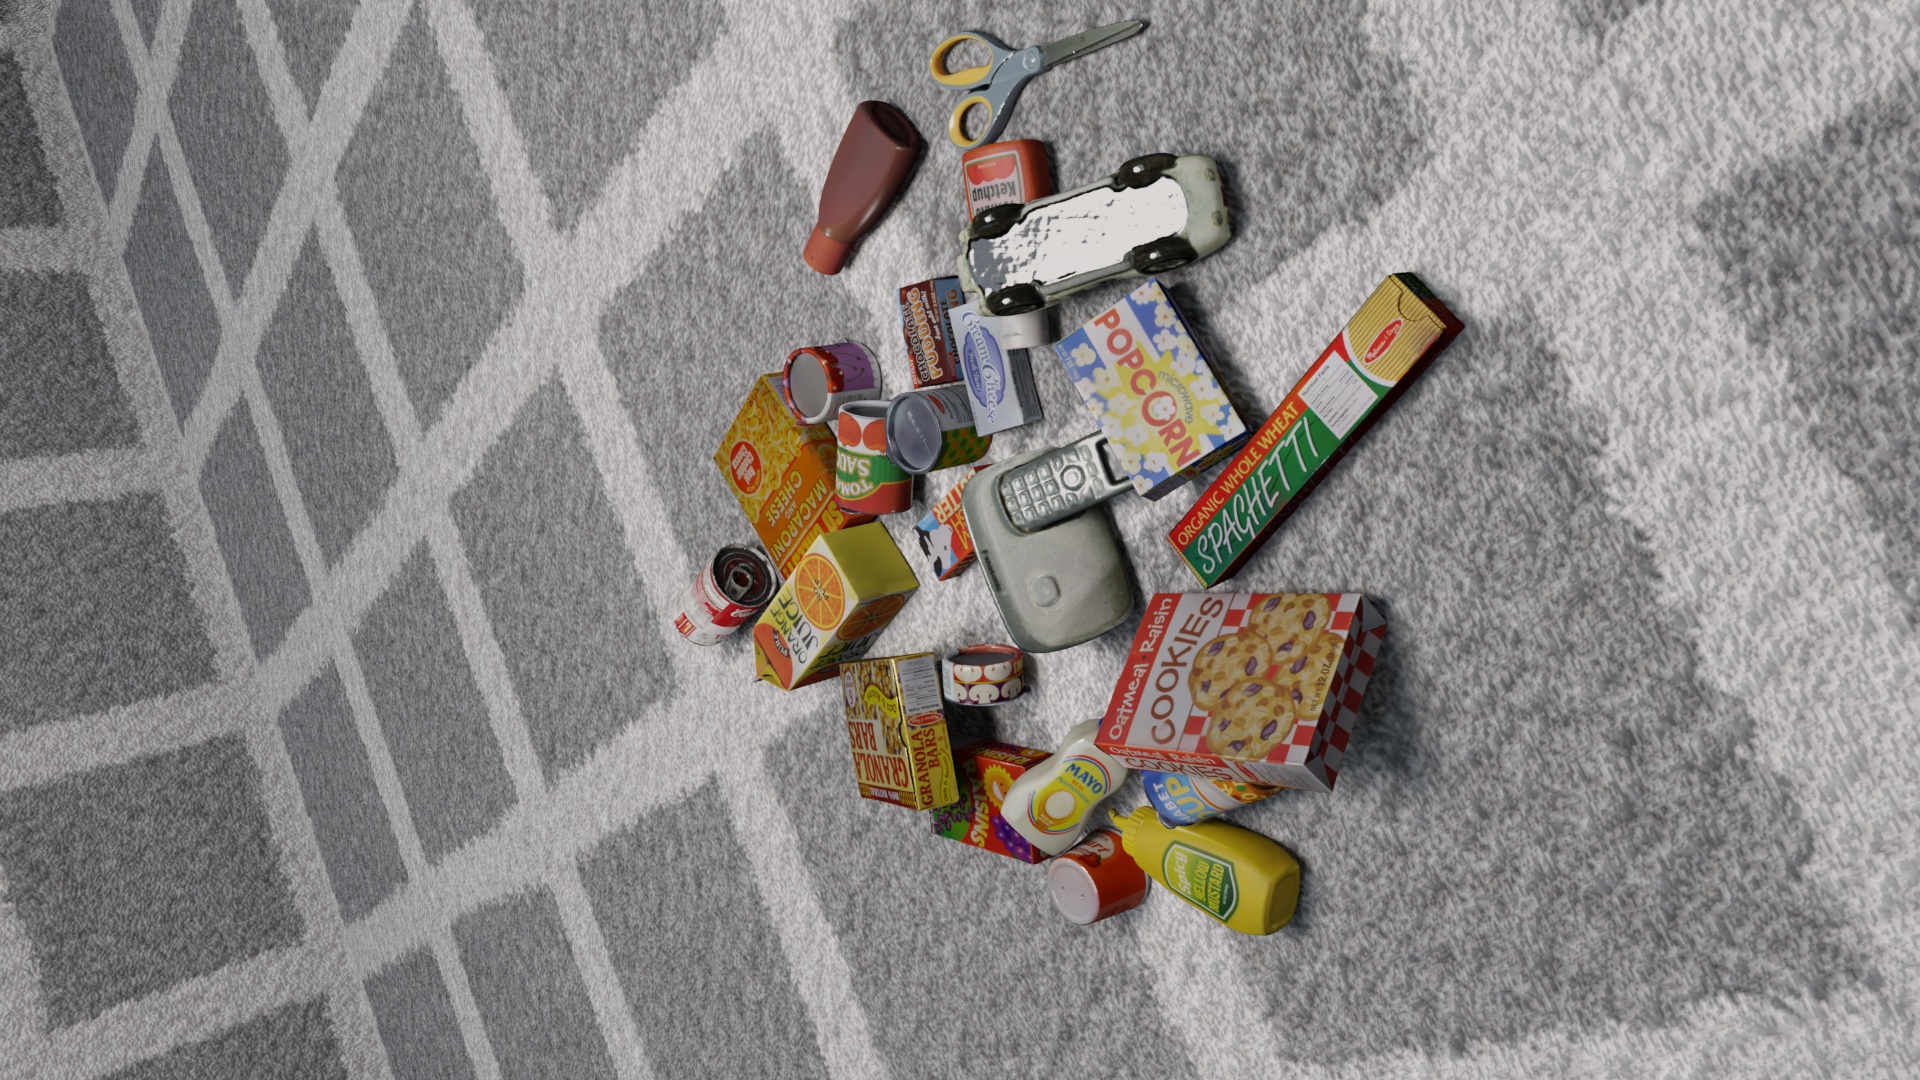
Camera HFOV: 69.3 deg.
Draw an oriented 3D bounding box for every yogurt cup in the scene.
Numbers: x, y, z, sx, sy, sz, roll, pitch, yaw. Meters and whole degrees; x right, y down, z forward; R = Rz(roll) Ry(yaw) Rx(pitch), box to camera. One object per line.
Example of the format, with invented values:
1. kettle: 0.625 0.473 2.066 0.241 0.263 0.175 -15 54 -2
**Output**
1. yogurt cup: 0.104 0.264 1.079 0.072 0.054 0.072 16 112 44

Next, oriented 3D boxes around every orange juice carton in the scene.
1. orange juice carton: -0.123 0.072 1.254 0.073 0.072 0.191 57 134 20

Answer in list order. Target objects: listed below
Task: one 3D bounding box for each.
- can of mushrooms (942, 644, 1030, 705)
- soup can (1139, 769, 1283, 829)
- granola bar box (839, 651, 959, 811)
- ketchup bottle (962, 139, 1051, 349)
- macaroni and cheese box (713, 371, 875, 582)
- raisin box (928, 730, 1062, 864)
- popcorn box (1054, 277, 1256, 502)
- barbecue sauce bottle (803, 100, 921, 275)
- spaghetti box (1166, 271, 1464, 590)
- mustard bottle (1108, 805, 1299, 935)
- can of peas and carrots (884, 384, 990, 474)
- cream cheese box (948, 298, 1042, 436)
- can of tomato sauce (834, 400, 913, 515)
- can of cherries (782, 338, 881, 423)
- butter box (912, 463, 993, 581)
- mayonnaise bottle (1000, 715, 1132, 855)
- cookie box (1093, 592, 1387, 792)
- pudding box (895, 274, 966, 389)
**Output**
1. can of mushrooms: 0.021 0.107 1.120 0.071 0.071 0.033 8 105 45
2. soup can: 0.176 0.158 0.964 0.083 0.071 0.071 -33 76 46
3. granola bar box: -0.056 0.160 1.181 0.165 0.039 0.124 161 100 -69
4. ketchup bottle: 0.040 -0.217 1.027 0.064 0.044 0.148 -1 100 39
5. macaroni and cheese box: -0.153 -0.053 1.277 0.167 0.040 0.123 57 134 20
6. raisin box: 0.026 0.213 1.160 0.123 0.040 0.086 4 103 47
7. popcorn box: 0.131 -0.102 0.943 0.085 0.038 0.127 -32 75 17
8. barbecue sauce bottle: -0.087 -0.284 1.143 0.065 0.044 0.147 55 134 21
9. spaghetti box: 0.219 -0.064 0.891 0.050 0.029 0.248 54 133 22
10. mustard bottle: 0.167 0.229 1.008 0.160 0.049 0.065 18 111 43
11. can of peas and carrots: -0.019 -0.088 1.112 0.071 0.059 0.070 15 112 44
12. cream cheese box: 0.027 -0.137 1.077 0.053 0.024 0.103 -12 92 46
13. can of tomato sauce: -0.072 -0.070 1.165 0.071 0.071 0.082 21 115 42
14. can of cherries: -0.112 -0.138 1.198 0.071 0.058 0.071 15 112 43
15. butter box: 0.004 -0.014 1.133 0.103 0.024 0.053 -44 68 43
16. mayonnaise bottle: 0.096 0.172 1.052 0.065 0.041 0.147 39 116 -1
17. cookie box: 0.180 0.094 0.912 0.167 0.040 0.123 -2 54 47
18. pudding box: -0.020 -0.167 1.114 0.049 0.030 0.083 -4 97 48
